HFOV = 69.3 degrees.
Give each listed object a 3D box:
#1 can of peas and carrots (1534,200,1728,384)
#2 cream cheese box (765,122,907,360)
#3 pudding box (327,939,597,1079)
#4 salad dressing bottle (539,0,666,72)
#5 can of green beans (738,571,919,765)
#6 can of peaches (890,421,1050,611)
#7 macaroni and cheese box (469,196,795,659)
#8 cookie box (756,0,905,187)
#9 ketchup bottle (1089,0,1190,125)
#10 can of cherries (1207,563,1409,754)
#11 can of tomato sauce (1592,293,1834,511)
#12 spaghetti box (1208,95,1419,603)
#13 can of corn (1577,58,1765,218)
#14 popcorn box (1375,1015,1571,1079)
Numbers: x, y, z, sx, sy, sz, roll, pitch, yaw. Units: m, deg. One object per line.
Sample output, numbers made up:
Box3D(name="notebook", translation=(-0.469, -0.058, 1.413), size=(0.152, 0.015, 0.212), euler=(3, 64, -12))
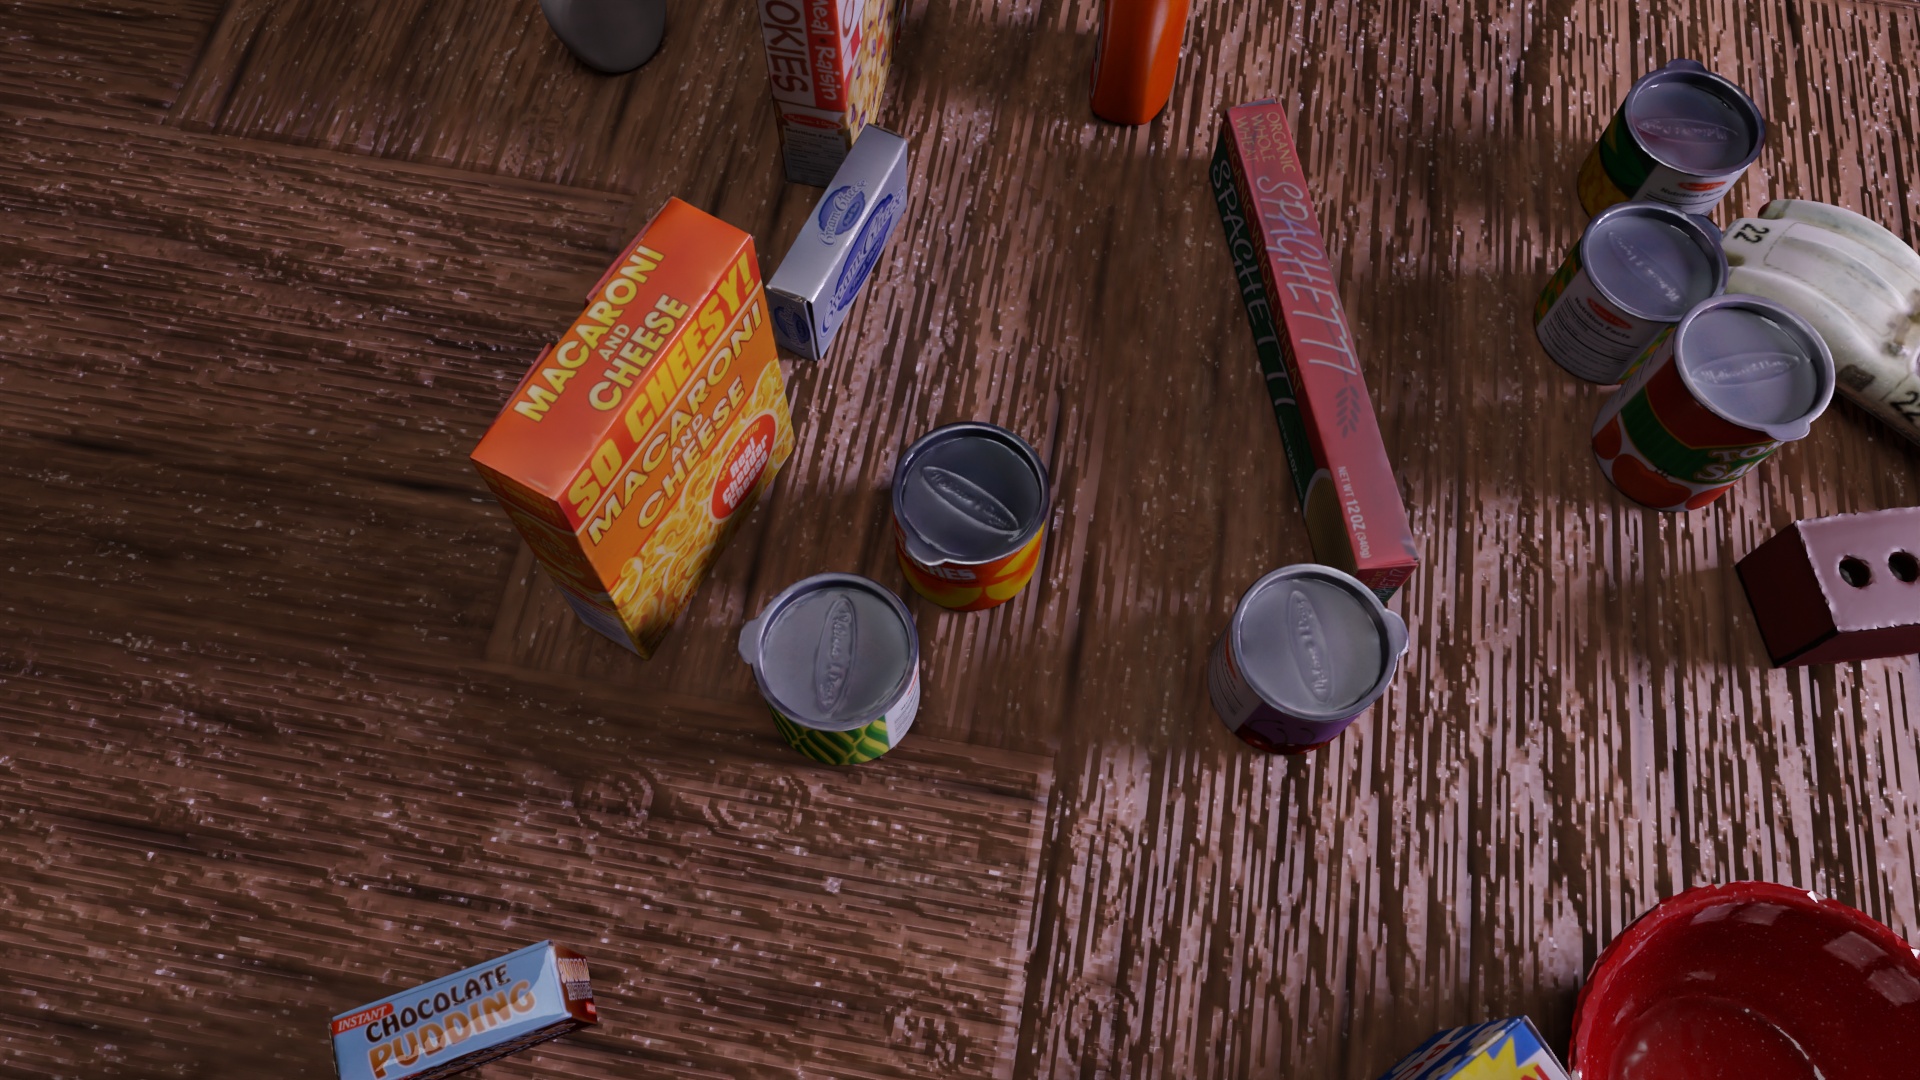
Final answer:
Box3D(name="can of peas and carrots", translation=(0.315, -0.117, 0.653), size=(0.071, 0.058, 0.071), euler=(0, 66, -1))
Box3D(name="cream cheese box", translation=(-0.056, -0.141, 0.660), size=(0.024, 0.053, 0.104), euler=(23, 68, 9))
Box3D(name="pudding box", translation=(-0.183, 0.179, 0.518), size=(0.084, 0.049, 0.030), euler=(-18, 68, -9))
Box3D(name="salad dressing bottle", translation=(-0.182, -0.295, 0.674), size=(0.064, 0.147, 0.044), euler=(-37, 72, -15))
Box3D(name="can of green beans", translation=(-0.050, 0.054, 0.571), size=(0.071, 0.057, 0.071), euler=(0, 66, -1))
Box3D(name="can of peaches", translation=(0.002, -0.008, 0.599), size=(0.071, 0.057, 0.071), euler=(0, 66, -1))
Box3D(name="macaroni and cheese box", translation=(-0.121, -0.037, 0.551), size=(0.040, 0.165, 0.124), euler=(27, 69, 10))
Box3D(name="cookie box", translation=(-0.057, -0.266, 0.653), size=(0.040, 0.166, 0.123), euler=(11, 67, 4))
Box3D(name="ketchup bottle", translation=(0.091, -0.271, 0.668), size=(0.043, 0.148, 0.065), euler=(15, 67, 6))
Box3D(name="can of cherries", translation=(0.142, 0.051, 0.576), size=(0.071, 0.058, 0.072), euler=(0, 66, -1))
Box3D(name="can of tomato sauce", translation=(0.330, -0.057, 0.614), size=(0.071, 0.082, 0.071), euler=(0, 66, -1))
Box3D(name="spaghetti box", translation=(0.159, -0.092, 0.644), size=(0.029, 0.050, 0.251), euler=(-7, 67, -4))
Box3D(name="can of corn", translation=(0.349, -0.191, 0.687), size=(0.071, 0.058, 0.071), euler=(0, 66, -1))
Box3D(name="popcorn box", translation=(0.147, 0.221, 0.486), size=(0.127, 0.085, 0.038), euler=(-31, 71, -14))
